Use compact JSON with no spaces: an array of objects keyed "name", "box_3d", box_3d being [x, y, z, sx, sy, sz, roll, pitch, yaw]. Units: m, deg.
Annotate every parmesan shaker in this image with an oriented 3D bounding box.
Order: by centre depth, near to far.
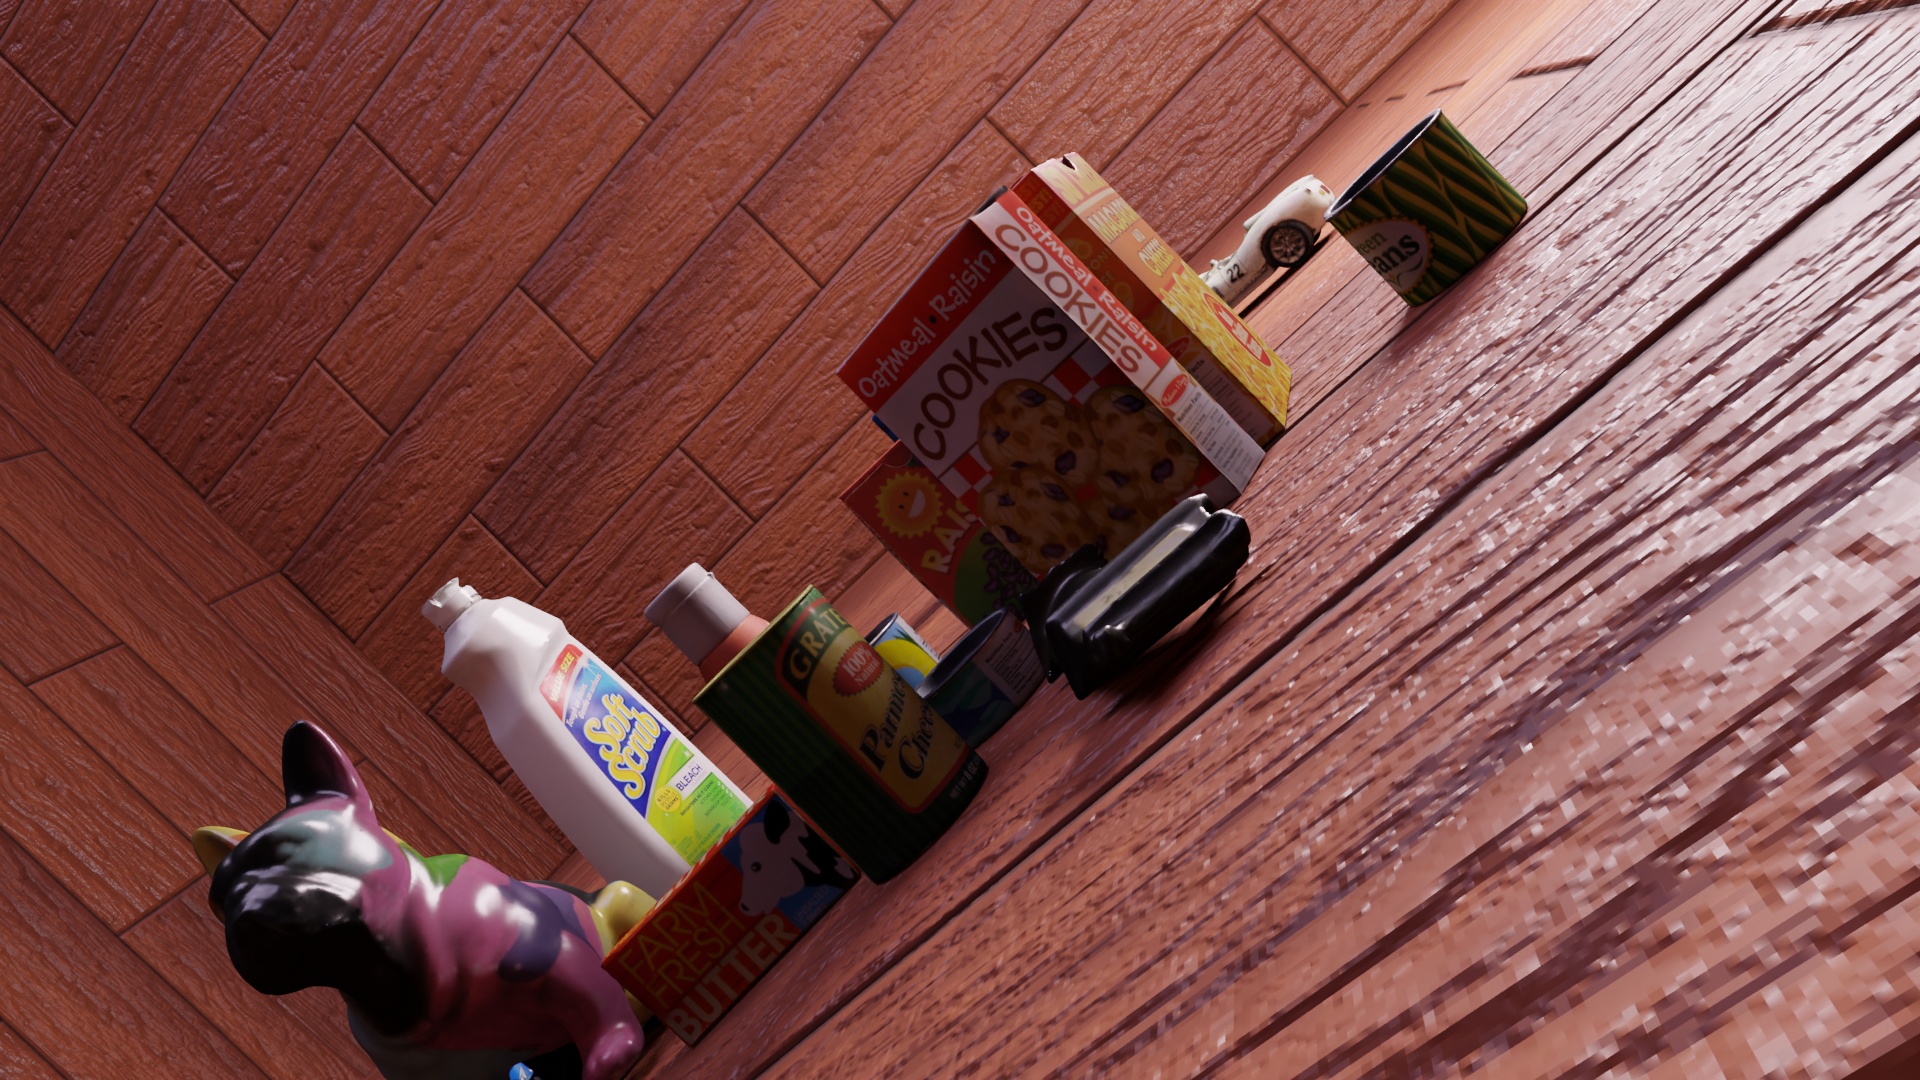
[{"name":"parmesan shaker","box_3d":[-0.046,0.076,0.557,0.071,0.103,0.071,-44,4,4]}]

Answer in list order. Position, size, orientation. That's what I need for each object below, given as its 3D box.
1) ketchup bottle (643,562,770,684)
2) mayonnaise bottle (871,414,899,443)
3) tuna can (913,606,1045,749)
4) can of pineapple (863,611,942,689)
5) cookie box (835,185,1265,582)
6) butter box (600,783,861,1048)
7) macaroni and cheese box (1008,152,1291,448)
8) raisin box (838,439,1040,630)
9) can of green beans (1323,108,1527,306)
[{"name":"ketchup bottle","box_3d":[-0.090,0.074,0.682,0.043,0.149,0.064,-45,4,-4]},{"name":"mayonnaise bottle","box_3d":[0.005,-0.041,0.925,0.041,0.148,0.064,-47,4,-34]},{"name":"tuna can","box_3d":[0.007,0.066,0.633,0.071,0.033,0.071,-44,4,4]},{"name":"can of pineapple","box_3d":[-0.039,0.083,0.746,0.071,0.058,0.071,-44,4,4]},{"name":"cookie box","box_3d":[0.038,-0.060,0.643,0.122,0.167,0.040,-41,5,45]},{"name":"butter box","box_3d":[-0.096,0.157,0.586,0.103,0.053,0.024,-45,4,-5]},{"name":"macaroni and cheese box","box_3d":[0.093,-0.118,0.688,0.040,0.166,0.124,-43,4,23]},{"name":"raisin box","box_3d":[0.003,-0.010,0.802,0.086,0.123,0.040,-45,4,-2]},{"name":"can of green beans","box_3d":[0.206,-0.147,0.617,0.071,0.058,0.071,-44,4,4]}]
